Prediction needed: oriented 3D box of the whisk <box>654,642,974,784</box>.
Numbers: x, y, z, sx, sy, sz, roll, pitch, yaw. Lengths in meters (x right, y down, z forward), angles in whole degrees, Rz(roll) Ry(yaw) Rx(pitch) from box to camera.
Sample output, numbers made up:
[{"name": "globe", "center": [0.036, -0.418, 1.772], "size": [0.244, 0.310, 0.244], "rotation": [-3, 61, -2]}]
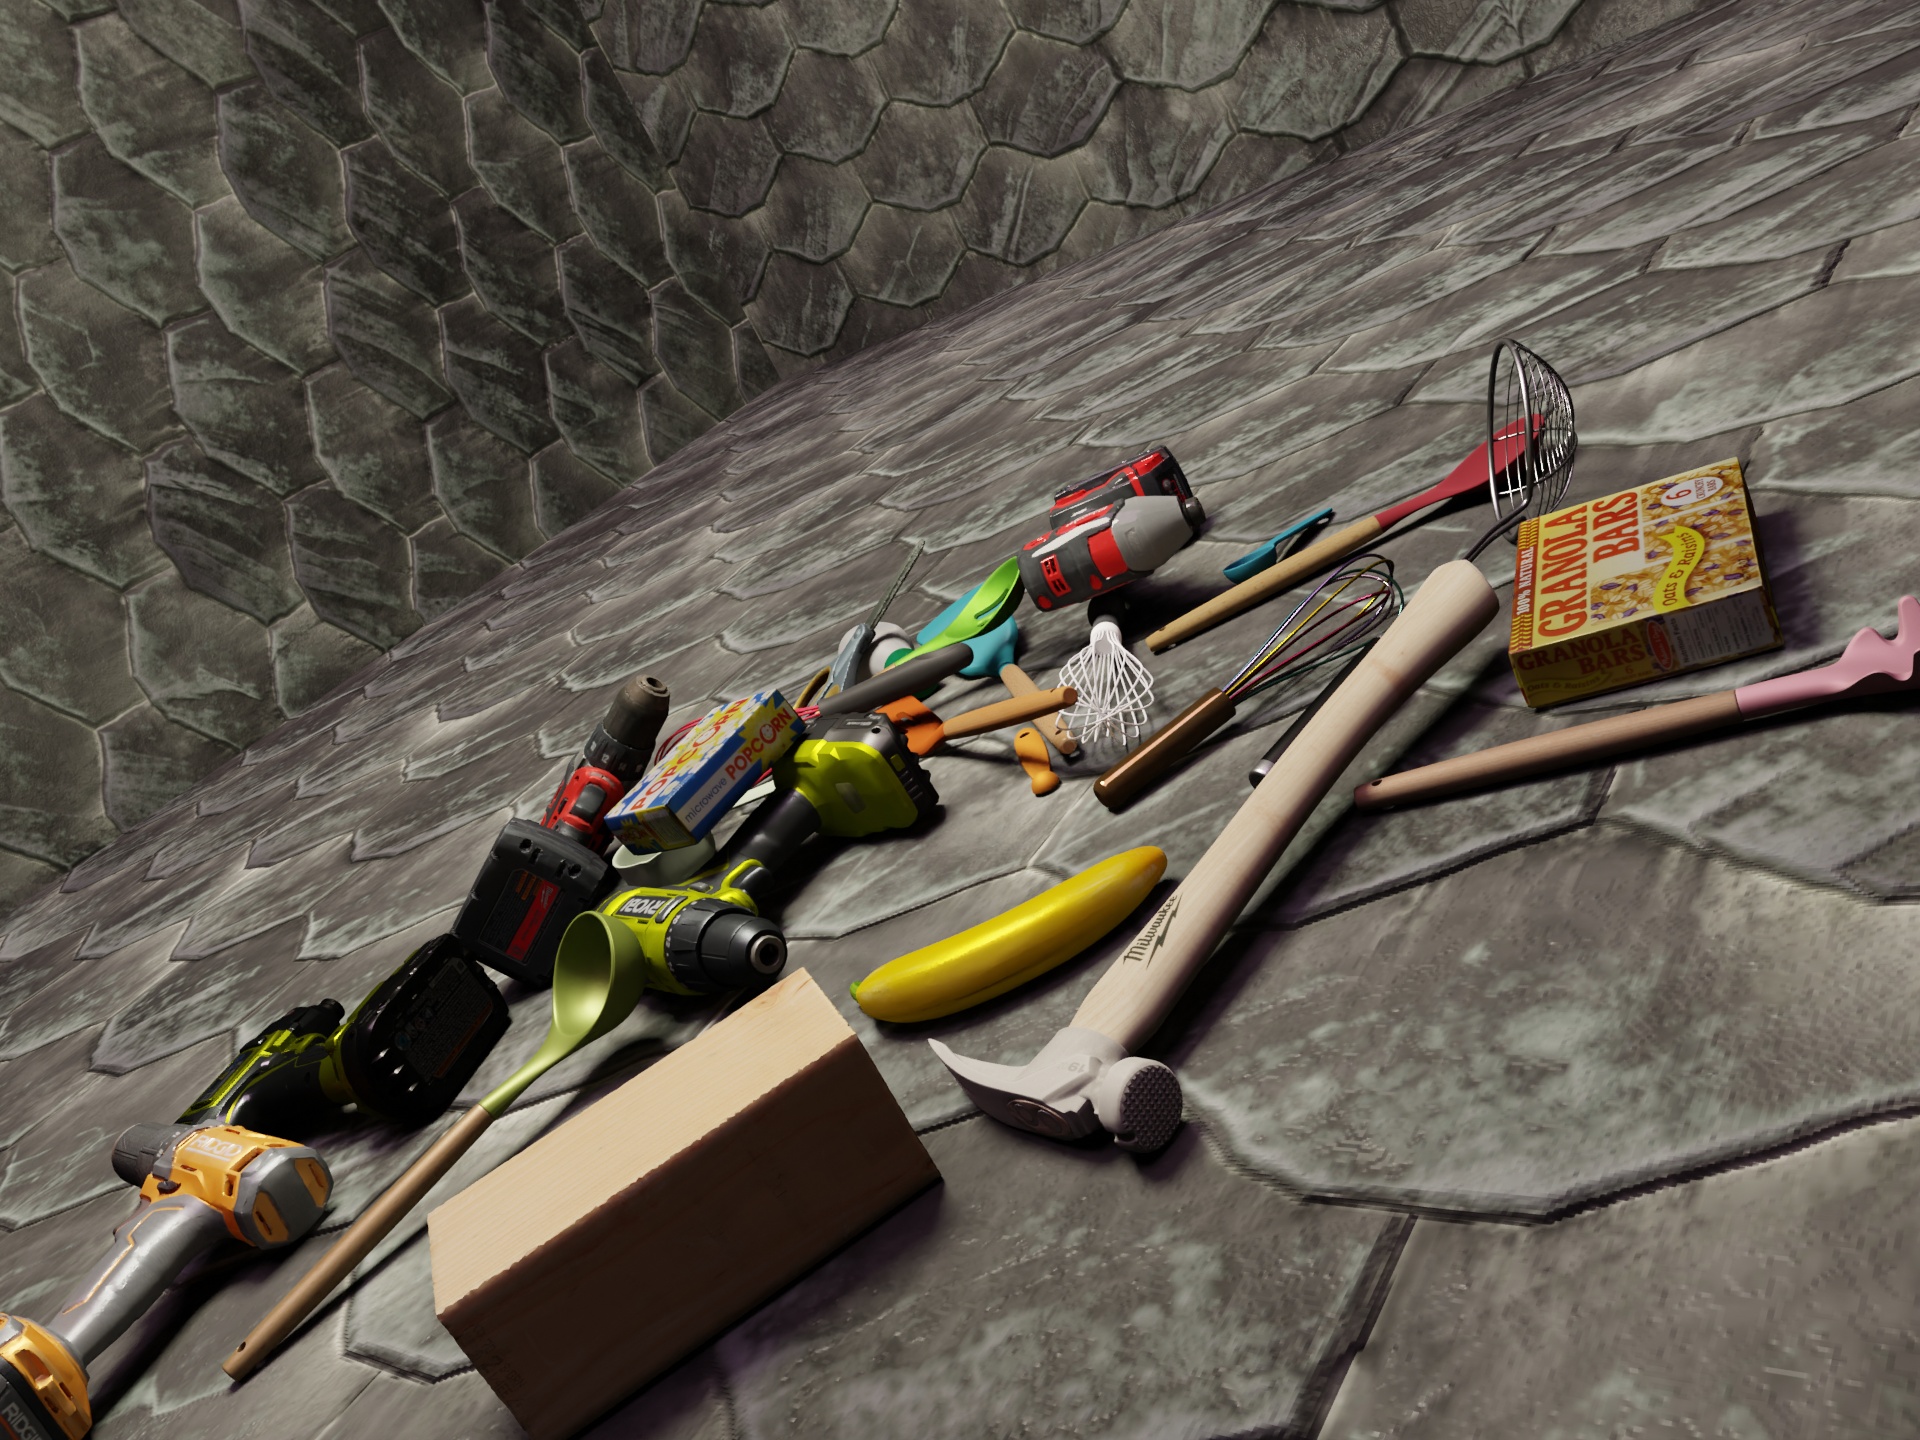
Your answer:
[{"name": "whisk", "center": [-0.121, 0.001, 1.242], "size": [0.296, 0.073, 0.073], "rotation": [-22, 21, 18]}]

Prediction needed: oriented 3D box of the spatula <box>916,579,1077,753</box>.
[{"name": "spatula", "center": [0.035, -0.035, 1.196], "size": [0.082, 0.044, 0.318], "rotation": [-38, 20, 1]}]

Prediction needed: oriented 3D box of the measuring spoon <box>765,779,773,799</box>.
[{"name": "measuring spoon", "center": [-0.100, 0.052, 1.218], "size": [0.124, 0.018, 0.034], "rotation": [-6, 22, 33]}]

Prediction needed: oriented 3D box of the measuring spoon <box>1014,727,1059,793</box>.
[{"name": "measuring spoon", "center": [0.049, 0.023, 1.082], "size": [0.021, 0.011, 0.117], "rotation": [-27, 19, 4]}]

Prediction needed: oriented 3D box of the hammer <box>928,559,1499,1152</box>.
[{"name": "hammer", "center": [0.152, 0.048, 0.810], "size": [0.411, 0.038, 0.146], "rotation": [-45, 24, -29]}]

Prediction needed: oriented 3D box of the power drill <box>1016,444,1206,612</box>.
[{"name": "power drill", "center": [0.129, -0.153, 1.261], "size": [0.143, 0.078, 0.220], "rotation": [-23, 11, 16]}]

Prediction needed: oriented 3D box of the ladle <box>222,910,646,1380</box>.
[{"name": "ladle", "center": [-0.303, 0.240, 0.923], "size": [0.320, 0.062, 0.078], "rotation": [-47, 31, -24]}]

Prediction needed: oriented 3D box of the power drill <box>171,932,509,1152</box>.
[{"name": "power drill", "center": [-0.438, 0.235, 1.128], "size": [0.223, 0.080, 0.171], "rotation": [-22, 21, 26]}]

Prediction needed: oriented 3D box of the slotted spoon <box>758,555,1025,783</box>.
[{"name": "slotted spoon", "center": [-0.068, -0.027, 1.272], "size": [0.313, 0.031, 0.070], "rotation": [-35, 25, 16]}]

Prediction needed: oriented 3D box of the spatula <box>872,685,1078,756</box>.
[{"name": "spatula", "center": [-0.002, -0.004, 1.125], "size": [0.081, 0.041, 0.322], "rotation": [-37, 9, -23]}]

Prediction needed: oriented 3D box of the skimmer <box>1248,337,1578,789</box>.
[{"name": "skimmer", "center": [0.265, -0.094, 0.962], "size": [0.090, 0.127, 0.363], "rotation": [32, 64, 30]}]

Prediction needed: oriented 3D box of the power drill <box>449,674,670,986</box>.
[{"name": "power drill", "center": [-0.292, 0.076, 1.218], "size": [0.188, 0.080, 0.227], "rotation": [-58, 9, 22]}]

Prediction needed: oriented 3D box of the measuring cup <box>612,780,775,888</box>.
[{"name": "measuring cup", "center": [-0.182, 0.085, 1.208], "size": [0.167, 0.038, 0.083], "rotation": [-24, 20, 7]}]

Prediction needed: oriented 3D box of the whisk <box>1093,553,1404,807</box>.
[{"name": "whisk", "center": [0.182, -0.022, 0.989], "size": [0.245, 0.051, 0.047], "rotation": [-37, 0, -11]}]

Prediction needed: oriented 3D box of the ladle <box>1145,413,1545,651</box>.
[{"name": "ladle", "center": [0.274, -0.128, 1.132], "size": [0.315, 0.031, 0.069], "rotation": [-28, 15, 7]}]

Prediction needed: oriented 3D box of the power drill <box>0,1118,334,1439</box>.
[{"name": "power drill", "center": [-0.523, 0.330, 0.965], "size": [0.185, 0.084, 0.226], "rotation": [2, 31, 34]}]

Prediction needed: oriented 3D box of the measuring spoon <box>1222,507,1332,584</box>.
[{"name": "measuring spoon", "center": [0.246, -0.130, 1.197], "size": [0.128, 0.021, 0.042], "rotation": [-32, 8, -36]}]

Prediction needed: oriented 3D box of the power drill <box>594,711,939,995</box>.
[{"name": "power drill", "center": [-0.122, 0.093, 1.050], "size": [0.190, 0.080, 0.228], "rotation": [-4, 34, 52]}]

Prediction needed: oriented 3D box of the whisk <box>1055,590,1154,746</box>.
[{"name": "whisk", "center": [0.104, -0.049, 1.130], "size": [0.070, 0.070, 0.285], "rotation": [-24, 16, 14]}]

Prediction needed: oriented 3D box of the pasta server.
[{"name": "pasta server", "center": [0.332, -0.007, 0.741], "size": [0.316, 0.040, 0.060], "rotation": [-18, 19, 31]}]
